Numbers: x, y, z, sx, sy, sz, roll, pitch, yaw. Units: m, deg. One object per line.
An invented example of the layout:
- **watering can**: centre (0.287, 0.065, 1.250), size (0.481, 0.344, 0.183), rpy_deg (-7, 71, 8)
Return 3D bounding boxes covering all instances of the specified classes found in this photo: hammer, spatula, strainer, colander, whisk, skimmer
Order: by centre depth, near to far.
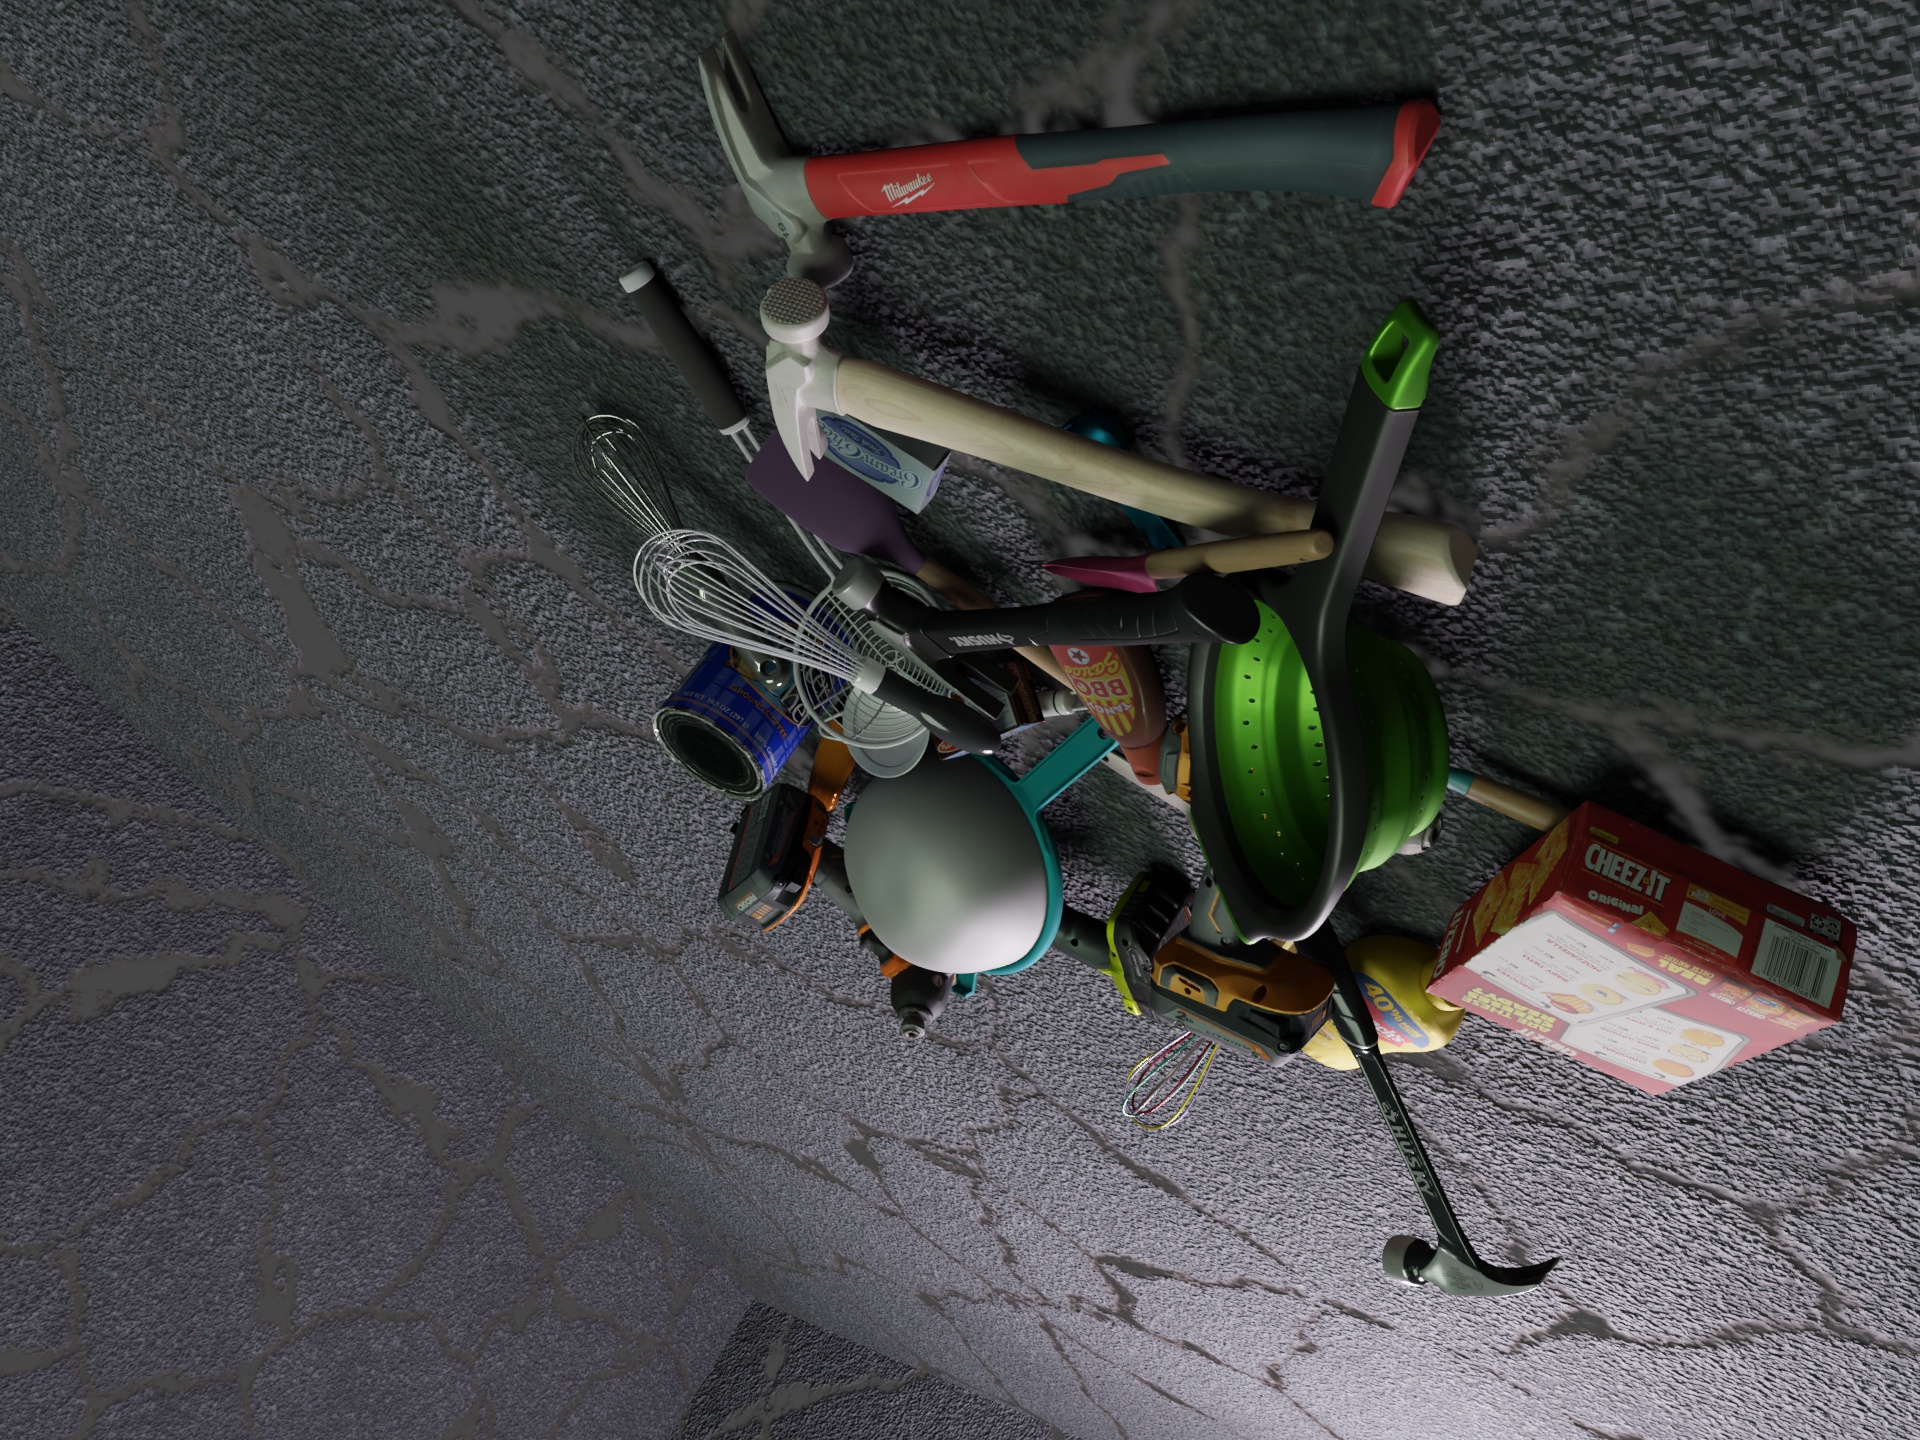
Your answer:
- **hammer**: centre (0.037, -0.282, 0.773), size (0.386, 0.038, 0.143), rpy_deg (9, 140, 36)
- **colander**: centre (0.210, -0.041, 0.818), size (0.094, 0.205, 0.396), rpy_deg (-7, 139, -12)
- **hammer**: centre (0.082, -0.136, 0.900), size (0.411, 0.038, 0.146), rpy_deg (19, 153, 12)
- **hammer**: centre (0.056, -0.054, 0.961), size (0.146, 0.035, 0.335), rpy_deg (40, 160, -27)
- **spatula**: centre (0.336, 0.039, 0.961), size (0.317, 0.044, 0.082), rpy_deg (24, 148, 8)
- **whisk**: centre (-0.090, -0.047, 1.076), size (0.284, 0.070, 0.070), rpy_deg (28, 153, -19)
- **skimmer**: centre (-0.124, -0.140, 1.083), size (0.127, 0.090, 0.363), rpy_deg (-22, 121, 18)
- **spatula**: centre (-0.005, -0.093, 1.084), size (0.315, 0.060, 0.018), rpy_deg (36, -177, -13)
- **hammer**: centre (0.297, 0.244, 1.146), size (0.149, 0.036, 0.409), rpy_deg (-12, 107, 55)
- **whisk**: centre (-0.203, -0.124, 1.167), size (0.246, 0.058, 0.059), rpy_deg (53, -177, 0)
- **strainer**: centre (-0.002, -0.004, 1.209), size (0.258, 0.050, 0.087), rpy_deg (-6, 88, 41)
- **strainer**: centre (0.005, 0.091, 1.226), size (0.211, 0.095, 0.340), rpy_deg (57, 139, 10)
- **whisk**: centre (0.199, 0.237, 1.253), size (0.051, 0.047, 0.245), rpy_deg (19, 121, -26)
- **hammer**: centre (-0.130, 0.061, 1.434), size (0.127, 0.034, 0.336), rpy_deg (32, 150, 2)

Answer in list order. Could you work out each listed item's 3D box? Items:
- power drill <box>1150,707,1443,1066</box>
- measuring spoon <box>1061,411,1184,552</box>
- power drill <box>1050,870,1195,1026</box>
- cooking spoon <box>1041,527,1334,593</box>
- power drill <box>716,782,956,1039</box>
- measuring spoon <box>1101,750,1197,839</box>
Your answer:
- **power drill**: centre (0.217, 0.115, 1.061), size (0.185, 0.084, 0.226), rpy_deg (18, 119, 32)
- **measuring spoon**: centre (0.103, -0.139, 0.942), size (0.042, 0.021, 0.128), rpy_deg (-2, 144, 42)
- **power drill**: centre (0.087, 0.160, 1.325), size (0.223, 0.080, 0.171), rpy_deg (15, 144, 35)
- **cooking spoon**: centre (0.120, -0.088, 0.882), size (0.068, 0.017, 0.319), rpy_deg (15, 178, -17)
- **power drill**: centre (-0.094, 0.170, 1.386), size (0.226, 0.164, 0.084), rpy_deg (33, 132, -22)
- **measuring spoon**: centre (0.144, 0.056, 1.173), size (0.124, 0.018, 0.034), rpy_deg (33, 150, 3)
